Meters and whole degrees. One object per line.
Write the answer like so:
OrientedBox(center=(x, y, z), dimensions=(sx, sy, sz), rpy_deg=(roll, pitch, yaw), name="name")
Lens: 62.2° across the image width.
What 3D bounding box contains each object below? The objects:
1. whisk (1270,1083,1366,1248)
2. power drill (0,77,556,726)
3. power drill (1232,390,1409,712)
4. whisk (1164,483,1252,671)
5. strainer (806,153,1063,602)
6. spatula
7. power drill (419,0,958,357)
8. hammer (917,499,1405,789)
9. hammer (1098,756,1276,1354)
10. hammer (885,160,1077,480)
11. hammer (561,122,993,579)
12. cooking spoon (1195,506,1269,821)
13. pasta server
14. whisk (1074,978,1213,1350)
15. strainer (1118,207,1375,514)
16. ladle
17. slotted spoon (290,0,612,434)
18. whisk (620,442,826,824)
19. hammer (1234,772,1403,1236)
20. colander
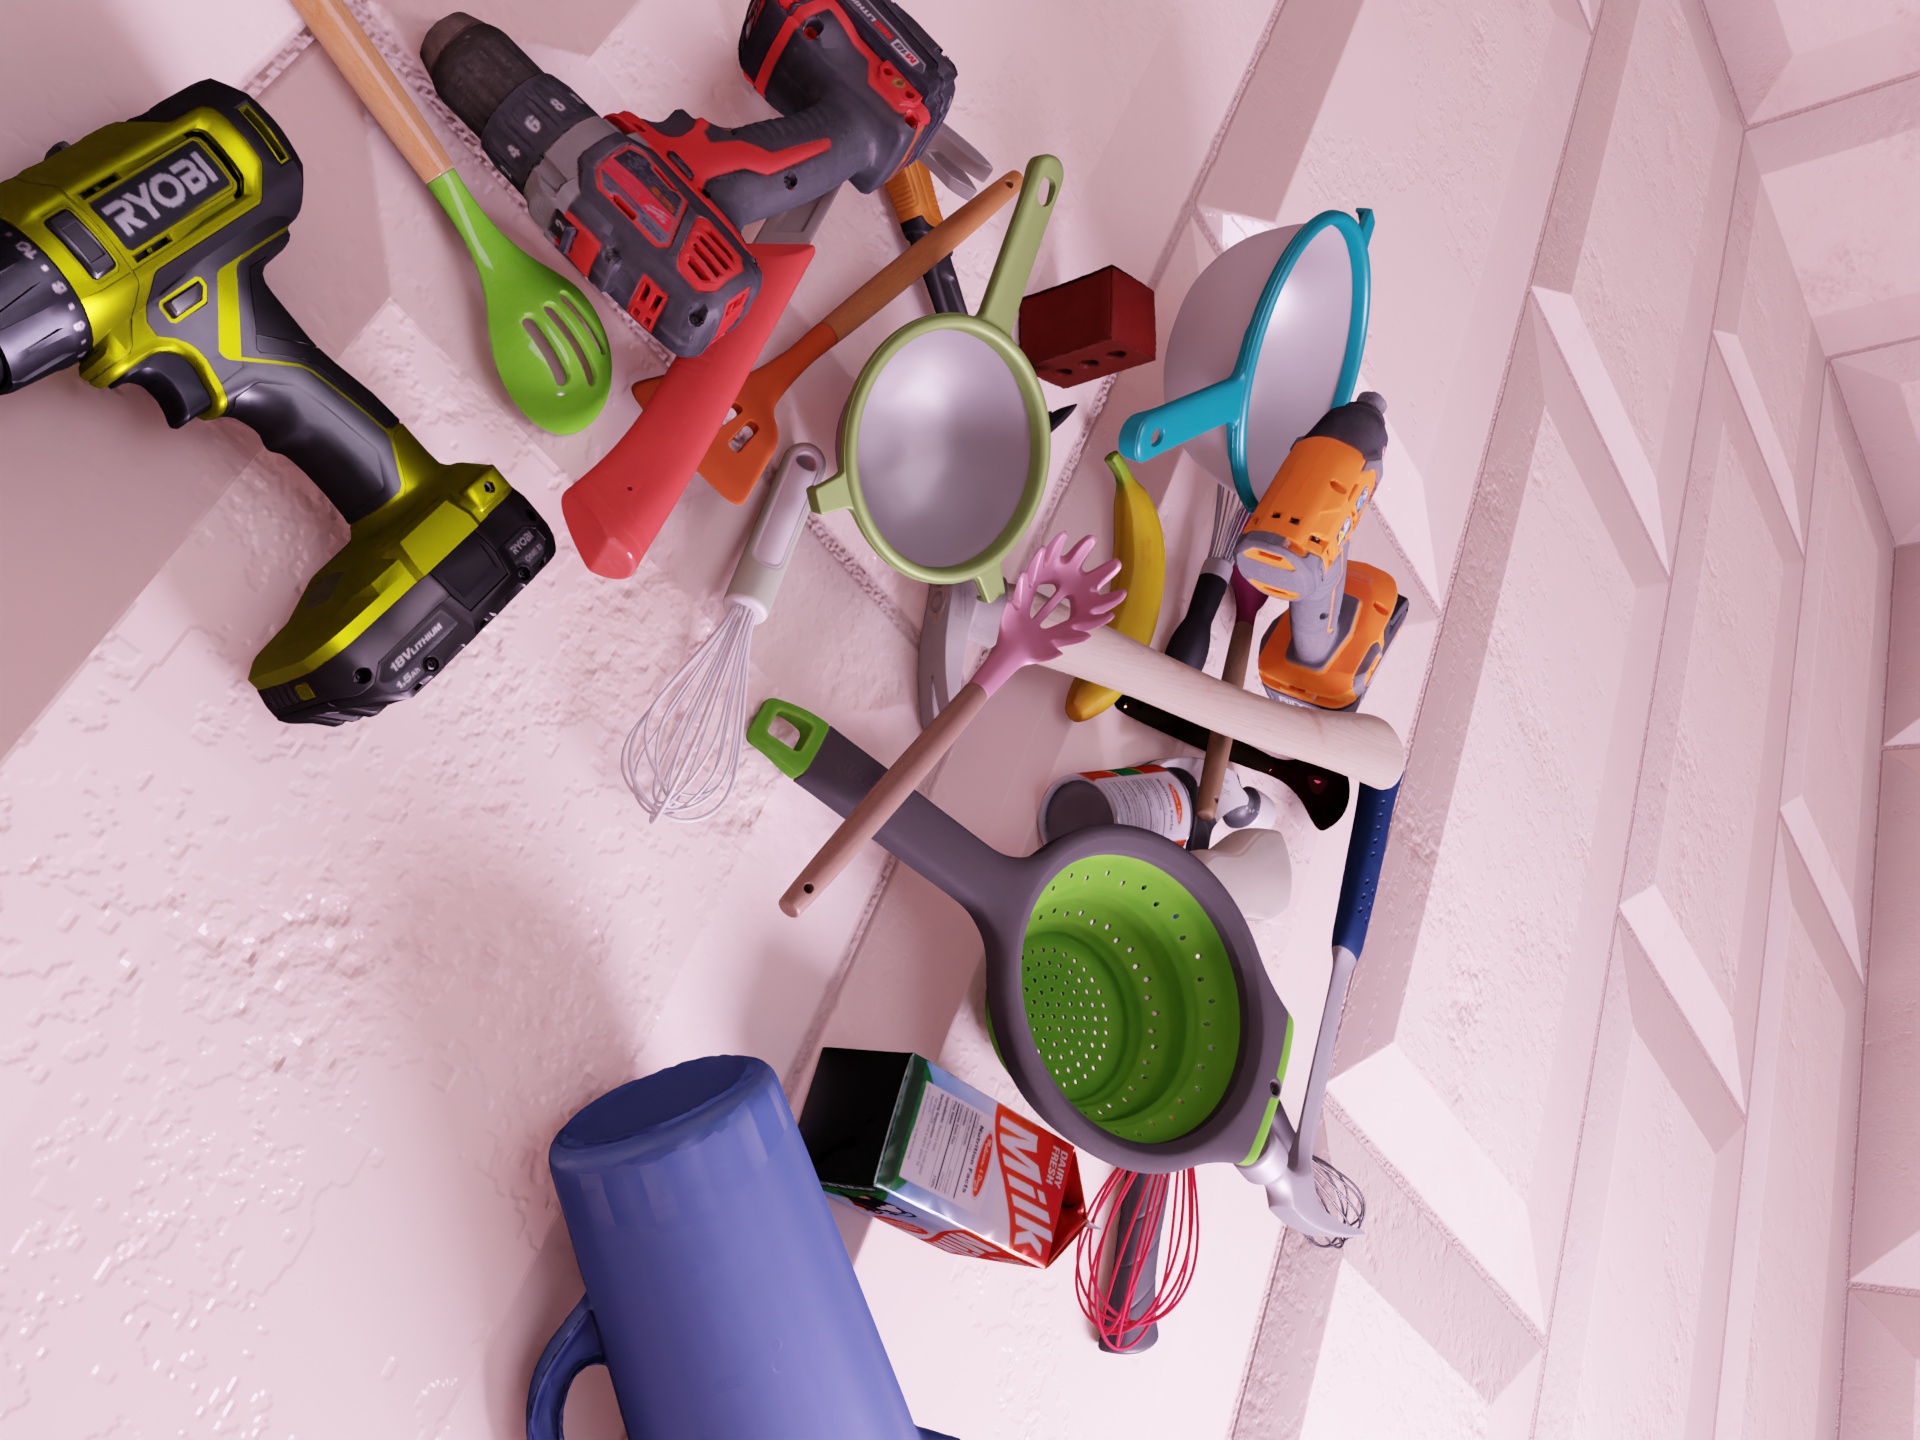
OrientedBox(center=(0.243, 0.313, 1.159), dimensions=(0.238, 0.055, 0.055), rpy_deg=(57, 47, -34), name="whisk")
OrientedBox(center=(-0.286, -0.109, 0.617), dimensions=(0.228, 0.080, 0.191), rpy_deg=(54, 48, -25), name="power drill")
OrientedBox(center=(0.267, -0.117, 1.138), dimensions=(0.164, 0.084, 0.226), rpy_deg=(-57, 150, -19), name="power drill")
OrientedBox(center=(0.201, -0.137, 1.195), dimensions=(0.070, 0.070, 0.285), rpy_deg=(43, 58, -36), name="whisk")
OrientedBox(center=(-0.006, -0.206, 0.918), dimensions=(0.151, 0.069, 0.256), rpy_deg=(24, 83, -42), name="strainer")
OrientedBox(center=(-0.056, -0.234, 0.896), dimensions=(0.081, 0.041, 0.323), rpy_deg=(48, 60, -9), name="spatula")
OrientedBox(center=(-0.130, -0.303, 0.785), dimensions=(0.188, 0.080, 0.227), rpy_deg=(45, 59, -5), name="power drill")
OrientedBox(center=(0.149, -0.010, 1.060), dimensions=(0.410, 0.038, 0.146), rpy_deg=(19, 71, -32), name="hammer")
OrientedBox(center=(0.141, 0.216, 1.084), dimensions=(0.149, 0.036, 0.409), rpy_deg=(31, 62, -41), name="hammer")
OrientedBox(center=(-0.023, -0.322, 0.979), dimensions=(0.127, 0.034, 0.336), rpy_deg=(-34, 110, -45), name="hammer")
OrientedBox(center=(-0.101, -0.215, 0.829), dimensions=(0.149, 0.036, 0.359), rpy_deg=(30, 58, -15), name="hammer")
OrientedBox(center=(0.208, -0.051, 1.188), dimensions=(0.068, 0.017, 0.319), rpy_deg=(50, 42, -32), name="cooking spoon")
OrientedBox(center=(-0.001, -0.003, 0.886), dimensions=(0.060, 0.040, 0.316), rpy_deg=(44, 52, -4), name="pasta server")
OrientedBox(center=(0.135, 0.258, 1.010), dimensions=(0.073, 0.073, 0.296), rpy_deg=(54, 43, -29), name="whisk")
OrientedBox(center=(0.166, -0.231, 1.065), dimensions=(0.340, 0.095, 0.210), rpy_deg=(-31, 134, -48), name="strainer")
OrientedBox(center=(0.216, 0.025, 1.207), dimensions=(0.315, 0.031, 0.069), rpy_deg=(20, 70, -44), name="ladle")
OrientedBox(center=(-0.252, -0.268, 0.716), dimensions=(0.313, 0.031, 0.070), rpy_deg=(57, 47, -24), name="slotted spoon")
OrientedBox(center=(-0.115, -0.052, 0.827), dimensions=(0.057, 0.059, 0.246), rpy_deg=(25, 58, -14), name="whisk")
OrientedBox(center=(0.285, 0.188, 1.185), dimensions=(0.144, 0.035, 0.406), rpy_deg=(51, 44, -31), name="hammer")
OrientedBox(center=(0.021, 0.124, 0.936), dimensions=(0.396, 0.094, 0.205), rpy_deg=(38, 54, -17), name="colander")
